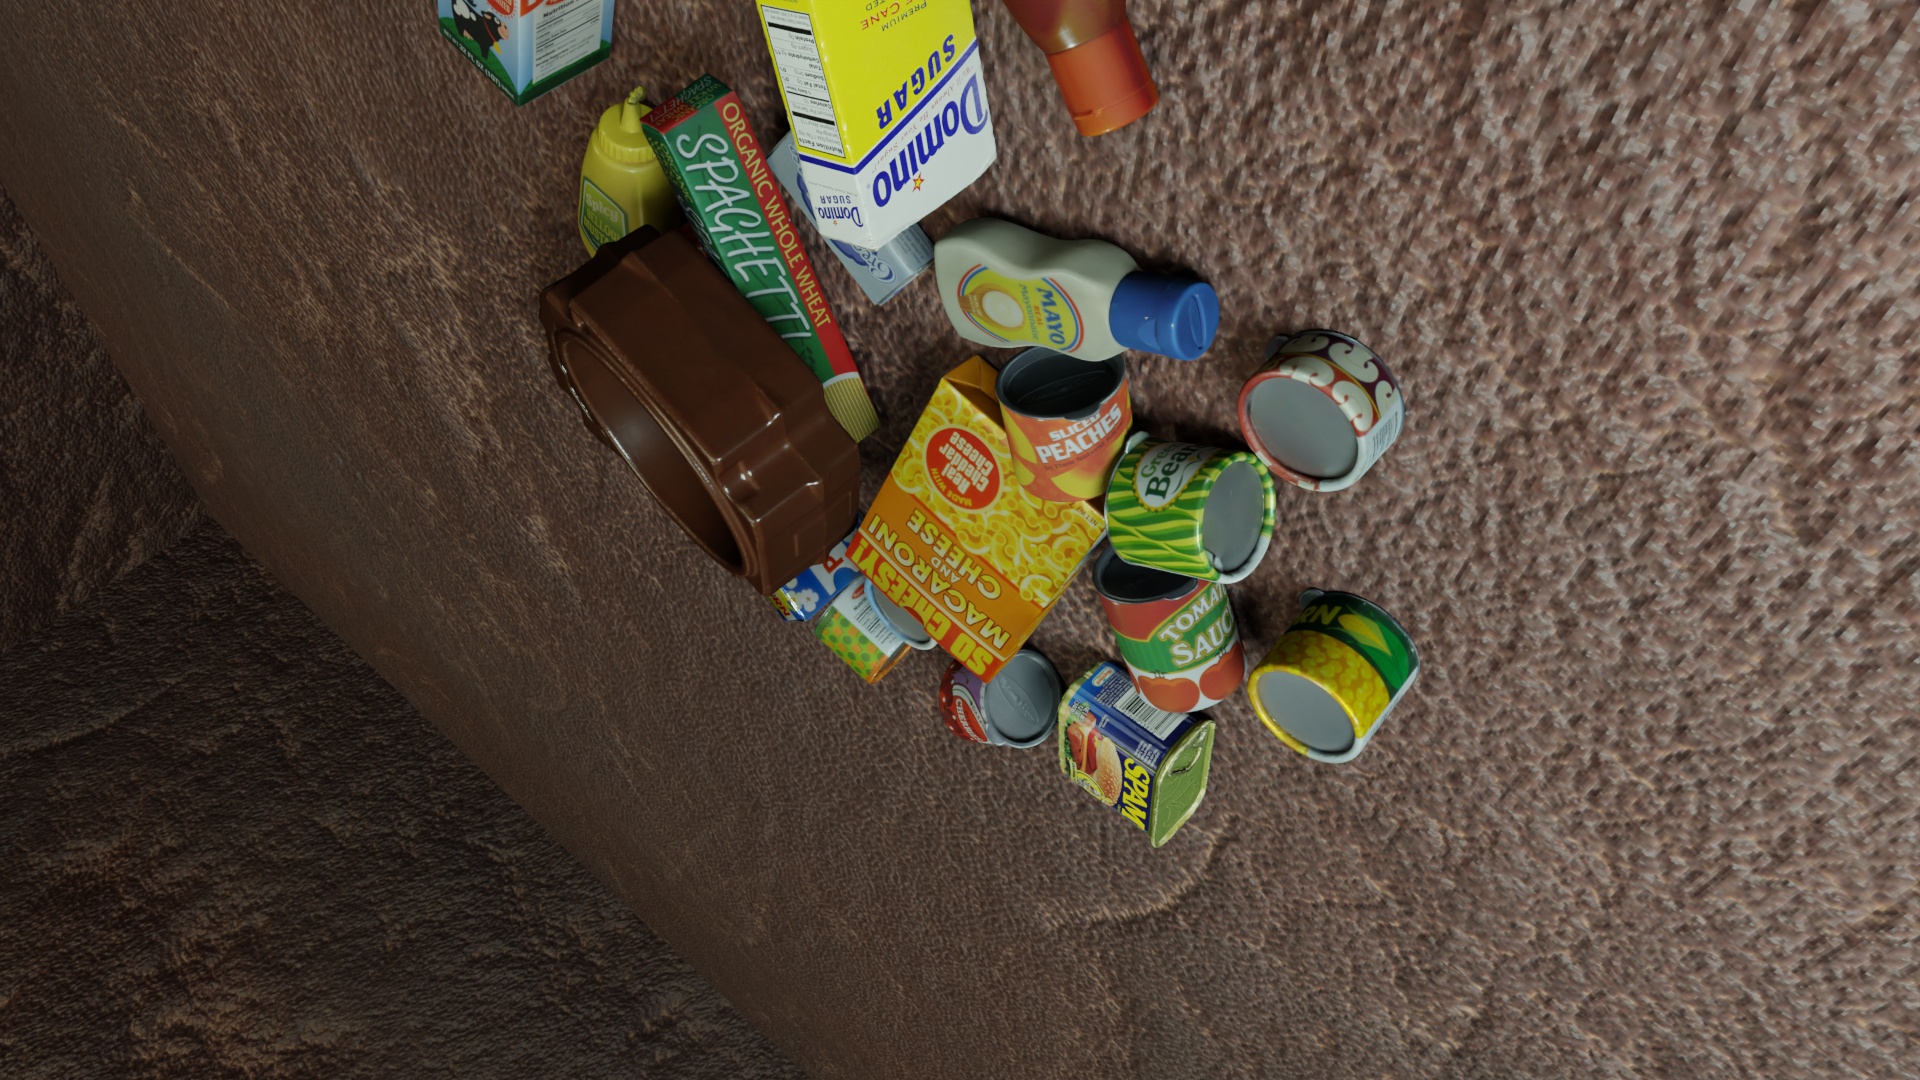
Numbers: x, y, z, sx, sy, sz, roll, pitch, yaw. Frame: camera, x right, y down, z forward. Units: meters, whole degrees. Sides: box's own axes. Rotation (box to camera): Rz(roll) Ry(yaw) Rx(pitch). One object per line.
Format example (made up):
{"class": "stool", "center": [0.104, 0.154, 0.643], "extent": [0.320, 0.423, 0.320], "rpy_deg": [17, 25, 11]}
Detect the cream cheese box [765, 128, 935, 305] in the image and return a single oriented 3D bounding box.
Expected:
{"class": "cream cheese box", "center": [-0.059, -0.182, 0.758], "extent": [0.103, 0.024, 0.053], "rpy_deg": [52, 153, -9]}

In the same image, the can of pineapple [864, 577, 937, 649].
{"class": "can of pineapple", "center": [-0.024, 0.030, 0.938], "extent": [0.071, 0.058, 0.070], "rpy_deg": [33, 148, 24]}

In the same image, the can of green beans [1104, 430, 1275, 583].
{"class": "can of green beans", "center": [0.114, -0.015, 0.689], "extent": [0.058, 0.071, 0.071], "rpy_deg": [12, 136, 45]}

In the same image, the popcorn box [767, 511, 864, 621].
{"class": "popcorn box", "center": [-0.124, -0.017, 0.987], "extent": [0.126, 0.085, 0.038], "rpy_deg": [55, 151, -14]}

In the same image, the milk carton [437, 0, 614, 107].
{"class": "milk carton", "center": [-0.235, -0.336, 0.753], "extent": [0.072, 0.074, 0.189], "rpy_deg": [45, 151, 5]}

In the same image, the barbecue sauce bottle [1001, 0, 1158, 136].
{"class": "barbecue sauce bottle", "center": [0.035, -0.235, 0.548], "extent": [0.065, 0.044, 0.148], "rpy_deg": [7, 133, 50]}

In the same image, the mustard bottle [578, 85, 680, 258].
{"class": "mustard bottle", "center": [-0.209, -0.228, 0.877], "extent": [0.065, 0.049, 0.159], "rpy_deg": [40, 151, 9]}

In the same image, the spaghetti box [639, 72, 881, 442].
{"class": "spaghetti box", "center": [-0.111, -0.148, 0.813], "extent": [0.029, 0.050, 0.248], "rpy_deg": [35, 157, 42]}

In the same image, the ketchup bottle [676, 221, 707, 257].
{"class": "ketchup bottle", "center": [-0.127, -0.137, 0.886], "extent": [0.064, 0.044, 0.148], "rpy_deg": [8, 133, 49]}

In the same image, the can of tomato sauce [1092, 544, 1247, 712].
{"class": "can of tomato sauce", "center": [0.117, 0.043, 0.757], "extent": [0.071, 0.071, 0.082], "rpy_deg": [14, 138, 45]}

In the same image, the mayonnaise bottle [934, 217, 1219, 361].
{"class": "mayonnaise bottle", "center": [0.053, -0.117, 0.670], "extent": [0.148, 0.041, 0.064], "rpy_deg": [20, 139, 41]}

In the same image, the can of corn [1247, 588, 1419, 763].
{"class": "can of corn", "center": [0.186, 0.068, 0.703], "extent": [0.071, 0.058, 0.070], "rpy_deg": [33, 148, 24]}

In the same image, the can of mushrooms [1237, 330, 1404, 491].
{"class": "can of mushrooms", "center": [0.156, -0.058, 0.614], "extent": [0.071, 0.033, 0.070], "rpy_deg": [33, 149, 23]}

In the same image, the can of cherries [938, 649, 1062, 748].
{"class": "can of cherries", "center": [0.025, 0.109, 0.957], "extent": [0.058, 0.072, 0.071], "rpy_deg": [-5, 122, 55]}

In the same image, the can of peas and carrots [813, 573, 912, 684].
{"class": "can of peas and carrots", "center": [-0.066, 0.065, 1.030], "extent": [0.059, 0.071, 0.070], "rpy_deg": [41, 151, 9]}

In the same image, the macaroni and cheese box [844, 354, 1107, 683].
{"class": "macaroni and cheese box", "center": [0.011, -0.008, 0.817], "extent": [0.124, 0.040, 0.165], "rpy_deg": [42, 134, 9]}

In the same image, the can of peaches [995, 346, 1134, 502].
{"class": "can of peaches", "center": [0.055, -0.060, 0.709], "extent": [0.071, 0.071, 0.057], "rpy_deg": [24, 145, 35]}
